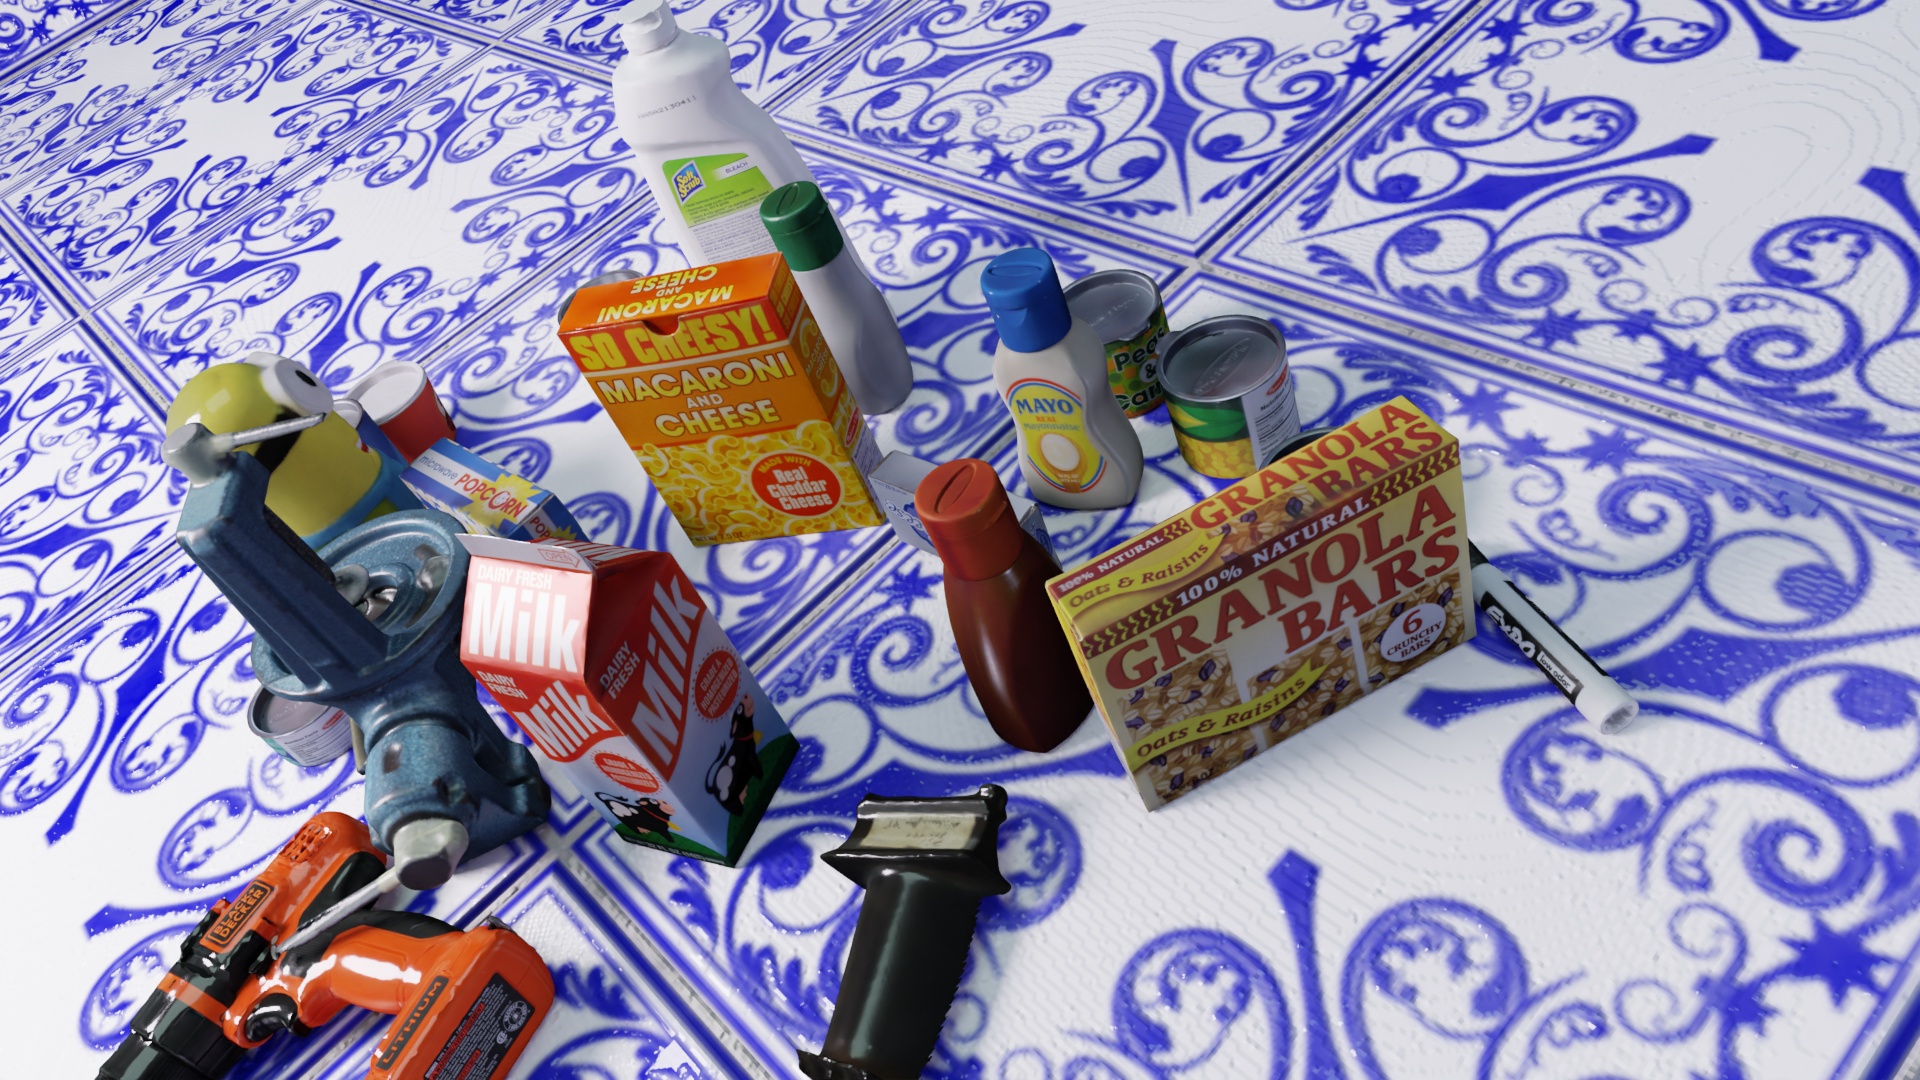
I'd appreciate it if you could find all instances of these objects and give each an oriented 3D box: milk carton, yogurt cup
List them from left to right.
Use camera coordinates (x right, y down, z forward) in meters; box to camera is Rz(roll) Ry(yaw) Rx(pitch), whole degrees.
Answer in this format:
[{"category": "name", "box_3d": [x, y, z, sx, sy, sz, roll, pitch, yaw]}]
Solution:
[{"category": "yogurt cup", "box_3d": [-0.392, -0.084, 0.974, 0.072, 0.053, 0.073, -13, 44, 13]}, {"category": "milk carton", "box_3d": [-0.150, 0.063, 0.621, 0.072, 0.189, 0.074, 5, 51, 29]}]

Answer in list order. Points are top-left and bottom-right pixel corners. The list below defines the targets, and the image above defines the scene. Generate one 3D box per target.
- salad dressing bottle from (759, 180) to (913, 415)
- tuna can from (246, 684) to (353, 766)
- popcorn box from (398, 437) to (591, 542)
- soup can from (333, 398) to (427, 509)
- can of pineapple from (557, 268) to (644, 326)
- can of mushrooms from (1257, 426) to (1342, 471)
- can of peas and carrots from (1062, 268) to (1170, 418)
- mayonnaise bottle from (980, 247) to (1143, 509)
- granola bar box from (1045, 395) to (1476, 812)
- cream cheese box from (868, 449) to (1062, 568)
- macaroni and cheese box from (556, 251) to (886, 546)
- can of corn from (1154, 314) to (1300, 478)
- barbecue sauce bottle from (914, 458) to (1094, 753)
[{"category": "salad dressing bottle", "box_3d": [-0.072, -0.141, 0.818, 0.044, 0.147, 0.064, -3, 47, 22]}, {"category": "tuna can", "box_3d": [-0.374, 0.094, 0.806, 0.071, 0.032, 0.071, -13, 44, 13]}, {"category": "popcorn box", "box_3d": [-0.264, -0.005, 0.816, 0.127, 0.085, 0.038, 22, 60, 38]}, {"category": "soup can", "box_3d": [-0.399, -0.043, 0.914, 0.071, 0.083, 0.072, -13, 44, 13]}, {"category": "can of pineapple", "box_3d": [-0.233, -0.144, 0.959, 0.071, 0.057, 0.071, -13, 44, 13]}, {"category": "can of mushrooms", "box_3d": [0.179, -0.020, 0.669, 0.071, 0.033, 0.071, -13, 44, 13]}, {"category": "can of peas and carrots", "box_3d": [0.087, -0.109, 0.780, 0.071, 0.058, 0.071, -13, 44, 13]}, {"category": "mayonnaise bottle", "box_3d": [0.048, -0.078, 0.702, 0.065, 0.147, 0.041, 3, 50, 27]}, {"category": "granola bar box", "box_3d": [0.129, 0.029, 0.578, 0.166, 0.123, 0.039, -28, 43, -3]}, {"category": "cream cheese box", "box_3d": [0.003, -0.009, 0.724, 0.104, 0.053, 0.024, 22, 60, 38]}, {"category": "macaroni and cheese box", "box_3d": [-0.122, -0.070, 0.757, 0.123, 0.165, 0.040, -7, 46, 19]}, {"category": "can of corn", "box_3d": [0.138, -0.075, 0.725, 0.071, 0.058, 0.071, -13, 44, 13]}, {"category": "barbecue sauce bottle", "box_3d": [0.021, 0.028, 0.609, 0.044, 0.148, 0.065, 15, 56, 35]}]
